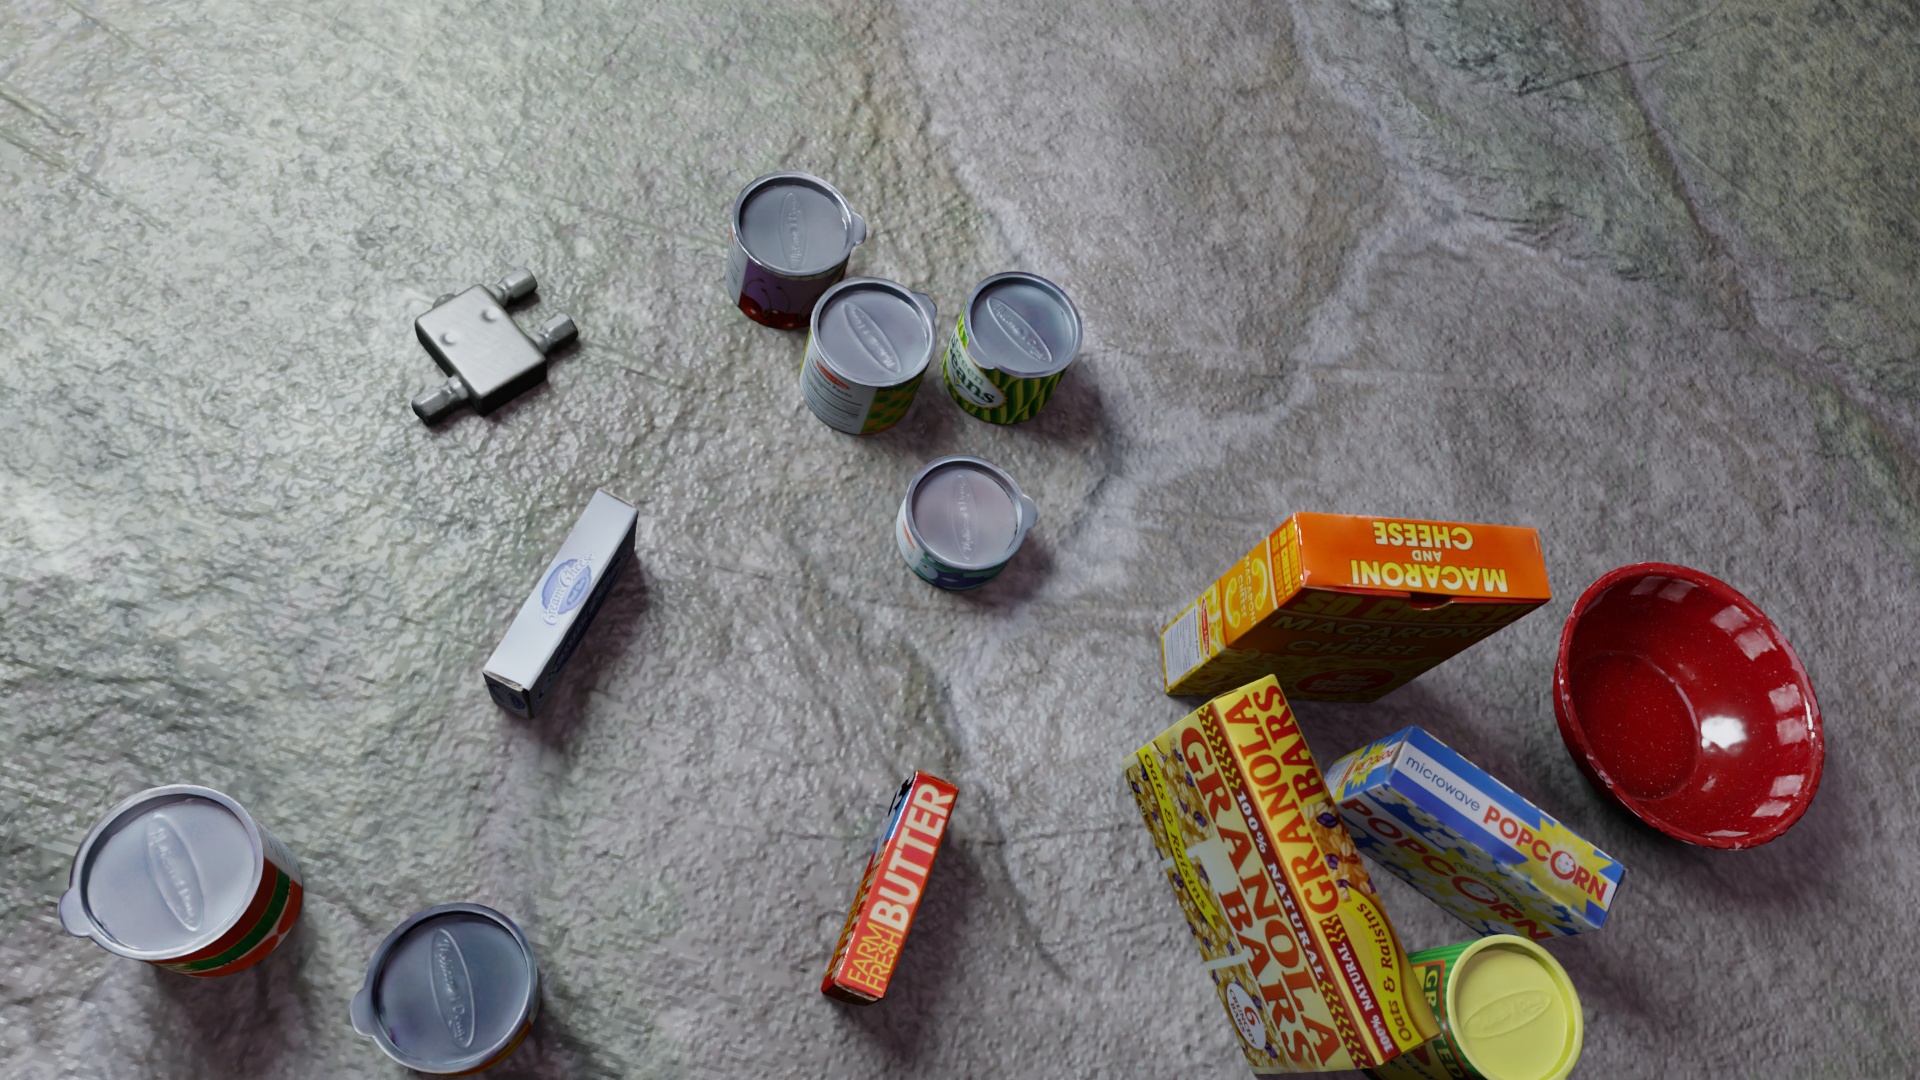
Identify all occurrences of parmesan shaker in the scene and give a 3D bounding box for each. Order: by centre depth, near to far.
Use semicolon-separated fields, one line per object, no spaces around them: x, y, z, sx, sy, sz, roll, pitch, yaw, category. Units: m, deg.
0.233;0.228;0.653;0.071;0.102;0.071;5;67;-12;parmesan shaker

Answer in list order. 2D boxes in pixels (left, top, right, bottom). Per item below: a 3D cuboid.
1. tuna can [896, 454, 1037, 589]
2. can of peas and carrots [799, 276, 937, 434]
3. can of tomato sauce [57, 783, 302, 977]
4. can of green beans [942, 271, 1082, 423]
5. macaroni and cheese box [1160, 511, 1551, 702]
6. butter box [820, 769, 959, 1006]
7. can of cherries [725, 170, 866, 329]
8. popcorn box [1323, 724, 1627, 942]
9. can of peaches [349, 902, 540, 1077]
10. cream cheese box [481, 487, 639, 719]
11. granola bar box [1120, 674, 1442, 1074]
0.003;-0.009;0.735;0.071;0.032;0.071;5;66;-12;tuna can
-0.049;-0.100;0.746;0.071;0.058;0.071;5;67;-12;can of peas and carrots
-0.312;0.142;0.564;0.071;0.082;0.071;5;67;-12;can of tomato sauce
0.027;-0.106;0.769;0.071;0.057;0.071;5;67;-12;can of green beans
0.187;0.039;0.687;0.124;0.165;0.040;3;67;-13;macaroni and cheese box
-0.033;0.162;0.642;0.024;0.053;0.104;24;64;-4;butter box
-0.091;-0.157;0.760;0.071;0.058;0.072;5;67;-12;can of cherries
0.252;0.151;0.701;0.127;0.085;0.038;34;64;2;popcorn box
-0.213;0.190;0.582;0.071;0.057;0.071;5;67;-12;can of peaches
-0.188;0.031;0.659;0.024;0.053;0.104;27;64;-2;cream cheese box
0.141;0.160;0.647;0.039;0.123;0.166;-16;73;-20;granola bar box
